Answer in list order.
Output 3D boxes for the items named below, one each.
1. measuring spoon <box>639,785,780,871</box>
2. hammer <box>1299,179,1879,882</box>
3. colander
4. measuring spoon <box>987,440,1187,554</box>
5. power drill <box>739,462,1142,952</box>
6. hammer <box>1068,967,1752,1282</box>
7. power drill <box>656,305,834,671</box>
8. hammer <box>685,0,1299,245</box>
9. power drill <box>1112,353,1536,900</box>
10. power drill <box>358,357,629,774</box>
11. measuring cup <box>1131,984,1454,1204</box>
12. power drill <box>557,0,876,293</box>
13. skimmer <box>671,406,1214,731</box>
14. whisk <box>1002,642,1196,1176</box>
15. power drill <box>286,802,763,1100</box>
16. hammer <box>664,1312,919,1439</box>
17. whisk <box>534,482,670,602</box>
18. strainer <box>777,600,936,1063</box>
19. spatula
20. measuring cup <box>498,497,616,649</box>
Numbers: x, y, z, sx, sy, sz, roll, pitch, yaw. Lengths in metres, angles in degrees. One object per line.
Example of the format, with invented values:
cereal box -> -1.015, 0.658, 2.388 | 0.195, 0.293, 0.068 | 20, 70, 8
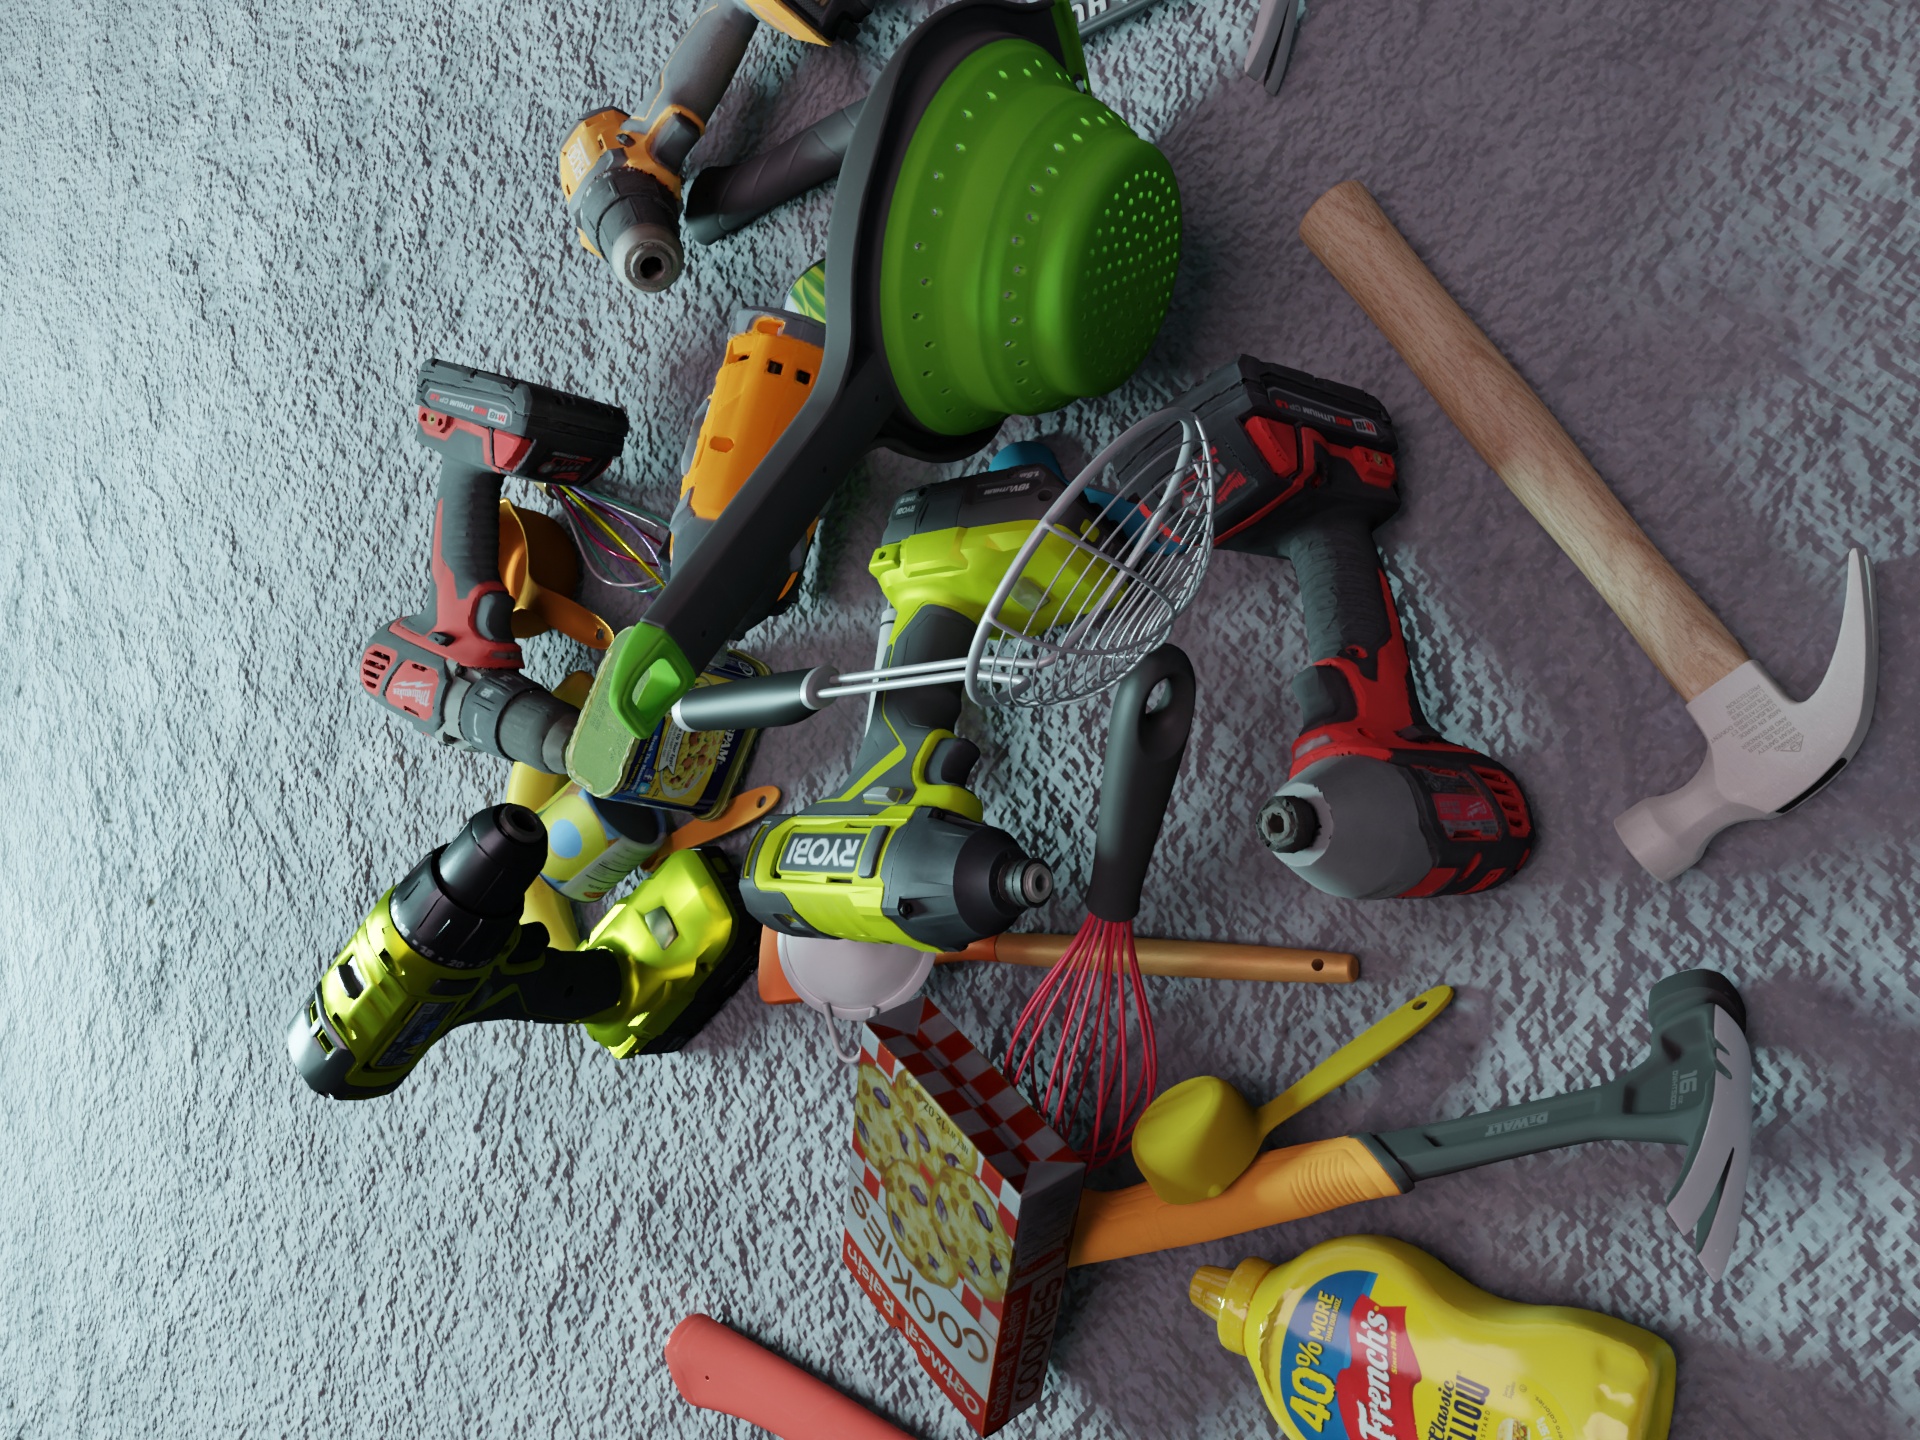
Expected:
measuring spoon -> -0.148, 0.065, 0.946 | 0.117, 0.011, 0.021 | -26, 52, 29
hammer -> 0.242, -0.106, 0.656 | 0.130, 0.031, 0.332 | -42, 62, 26
colander -> -0.005, -0.144, 0.681 | 0.094, 0.204, 0.397 | 21, 65, 27
measuring spoon -> 0.059, -0.110, 0.799 | 0.129, 0.021, 0.042 | 28, 102, 37
power drill -> -0.001, -0.002, 0.741 | 0.171, 0.080, 0.223 | -4, 59, 45
hammer -> 0.152, 0.193, 0.655 | 0.337, 0.127, 0.034 | -27, 106, 37
power drill -> -0.108, -0.106, 0.803 | 0.226, 0.084, 0.164 | -166, 93, -81
hammer -> 0.000, -0.343, 0.864 | 0.409, 0.036, 0.149 | -13, 78, 36
power drill -> 0.147, -0.032, 0.651 | 0.078, 0.143, 0.220 | -34, 63, 42
power drill -> -0.270, -0.087, 0.952 | 0.188, 0.080, 0.226 | 21, 101, 33
measuring cup -> 0.140, 0.151, 0.684 | 0.156, 0.062, 0.029 | -37, 102, 11
power drill -> -0.146, -0.358, 0.910 | 0.226, 0.084, 0.186 | -47, 39, 18
skimmer -> -0.037, -0.045, 0.672 | 0.363, 0.127, 0.090 | -7, 117, 50
whisk -> 0.063, 0.094, 0.687 | 0.073, 0.073, 0.295 | 34, 132, 34
power drill -> -0.216, 0.119, 0.852 | 0.190, 0.228, 0.080 | -48, 60, 23
hammer -> -0.013, 0.374, 0.792 | 0.359, 0.036, 0.149 | 14, 93, 37
whisk -> -0.249, -0.145, 1.024 | 0.245, 0.047, 0.051 | 40, 110, 36
strainer -> -0.047, 0.044, 0.824 | 0.087, 0.050, 0.259 | 1, 68, 15
spatula -> 0.036, 0.112, 0.781 | 0.323, 0.041, 0.081 | -2, 72, 35
measuring cup -> -0.262, -0.080, 1.022 | 0.174, 0.052, 0.095 | 28, 101, 32
